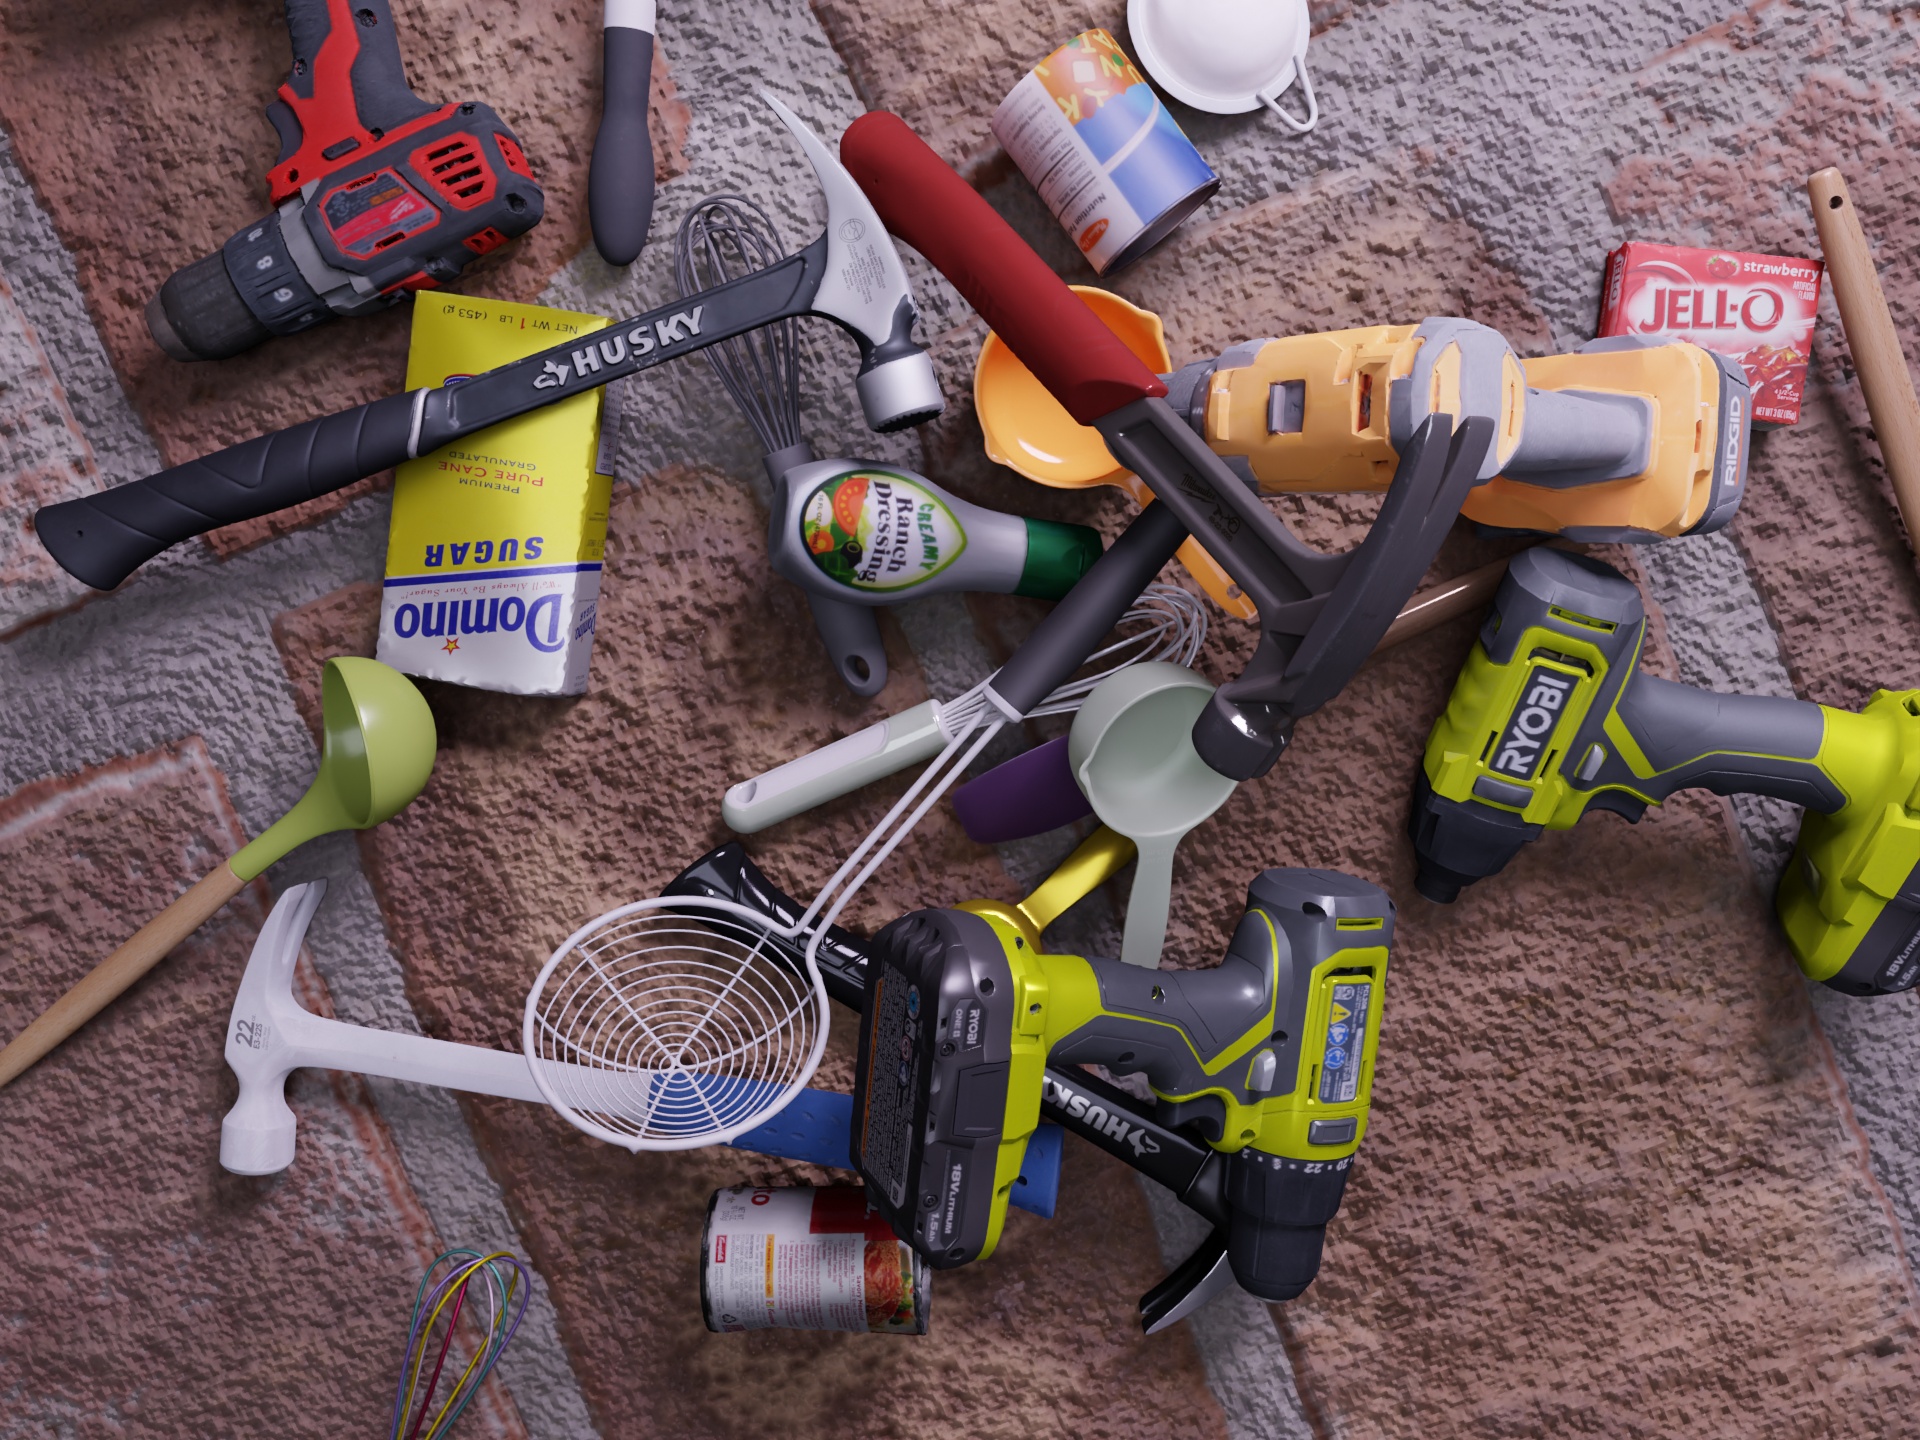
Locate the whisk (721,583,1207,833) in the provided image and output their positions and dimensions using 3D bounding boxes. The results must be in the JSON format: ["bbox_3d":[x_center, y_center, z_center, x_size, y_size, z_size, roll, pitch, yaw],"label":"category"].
[{"bbox_3d":[-0.001,-0.002,0.739,0.246,0.058,0.059,-23,131,8],"label":"whisk"}]

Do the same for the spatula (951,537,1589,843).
[{"bbox_3d":[0.145,-0.017,0.738,0.316,0.018,0.059,-25,136,1],"label":"spatula"}]

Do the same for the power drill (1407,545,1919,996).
[{"bbox_3d":[0.321,0.033,0.702,0.223,0.080,0.171,17,119,4],"label":"power drill"}]

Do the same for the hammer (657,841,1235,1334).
[{"bbox_3d":[0.006,0.159,0.758,0.335,0.035,0.146,30,95,0],"label":"hammer"}]

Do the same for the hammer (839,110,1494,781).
[{"bbox_3d":[0.047,-0.150,0.617,0.359,0.036,0.149,56,134,35],"label":"hammer"}]

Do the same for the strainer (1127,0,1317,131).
[{"bbox_3d":[0.069,-0.362,0.708,0.258,0.050,0.087,43,80,2],"label":"strainer"}]

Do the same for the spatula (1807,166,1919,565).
[{"bbox_3d":[0.433,-0.092,0.702,0.082,0.044,0.317,-22,101,13],"label":"spatula"}]

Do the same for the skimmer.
[{"bbox_3d":[-0.033,0.030,0.673,0.363,0.090,0.127,-48,60,4],"label":"skimmer"}]

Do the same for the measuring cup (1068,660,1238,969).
[{"bbox_3d":[0.081,0.049,0.718,0.083,0.038,0.167,-6,121,-17],"label":"measuring cup"}]

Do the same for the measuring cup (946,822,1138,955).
[{"bbox_3d":[0.047,0.078,0.733,0.156,0.029,0.062,-40,82,-10],"label":"measuring cup"}]

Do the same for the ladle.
[{"bbox_3d":[-0.363,0.082,0.742,0.320,0.062,0.078,-37,63,14],"label":"ladle"}]

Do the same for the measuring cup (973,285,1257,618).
[{"bbox_3d":[0.076,-0.116,0.724,0.095,0.052,0.173,-39,97,5],"label":"measuring cup"}]

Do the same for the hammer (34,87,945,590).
[{"bbox_3d":[-0.220,-0.141,0.694,0.409,0.036,0.149,-17,93,8],"label":"hammer"}]

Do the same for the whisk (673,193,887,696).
[{"bbox_3d":[-0.077,-0.124,0.733,0.055,0.055,0.239,-18,98,4],"label":"whisk"}]

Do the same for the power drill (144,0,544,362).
[{"bbox_3d":[-0.315,-0.287,0.714,0.188,0.080,0.226,-24,97,5],"label":"power drill"}]

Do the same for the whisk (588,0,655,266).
[{"bbox_3d":[-0.145,-0.349,0.711,0.070,0.070,0.284,5,100,2],"label":"whisk"}]

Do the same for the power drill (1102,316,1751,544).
[{"bbox_3d":[0.187,-0.117,0.652,0.226,0.185,0.084,-2,97,-35],"label":"power drill"}]

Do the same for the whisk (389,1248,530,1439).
[{"bbox_3d":[-0.278,0.365,0.785,0.051,0.047,0.245,25,99,-1],"label":"whisk"}]

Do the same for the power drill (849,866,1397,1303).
[{"bbox_3d":[0.075,0.160,0.669,0.228,0.080,0.190,2,99,-24],"label":"power drill"}]

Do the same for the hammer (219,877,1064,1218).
[{"bbox_3d":[-0.154,0.170,0.744,0.405,0.035,0.144,7,95,9],"label":"hammer"}]
